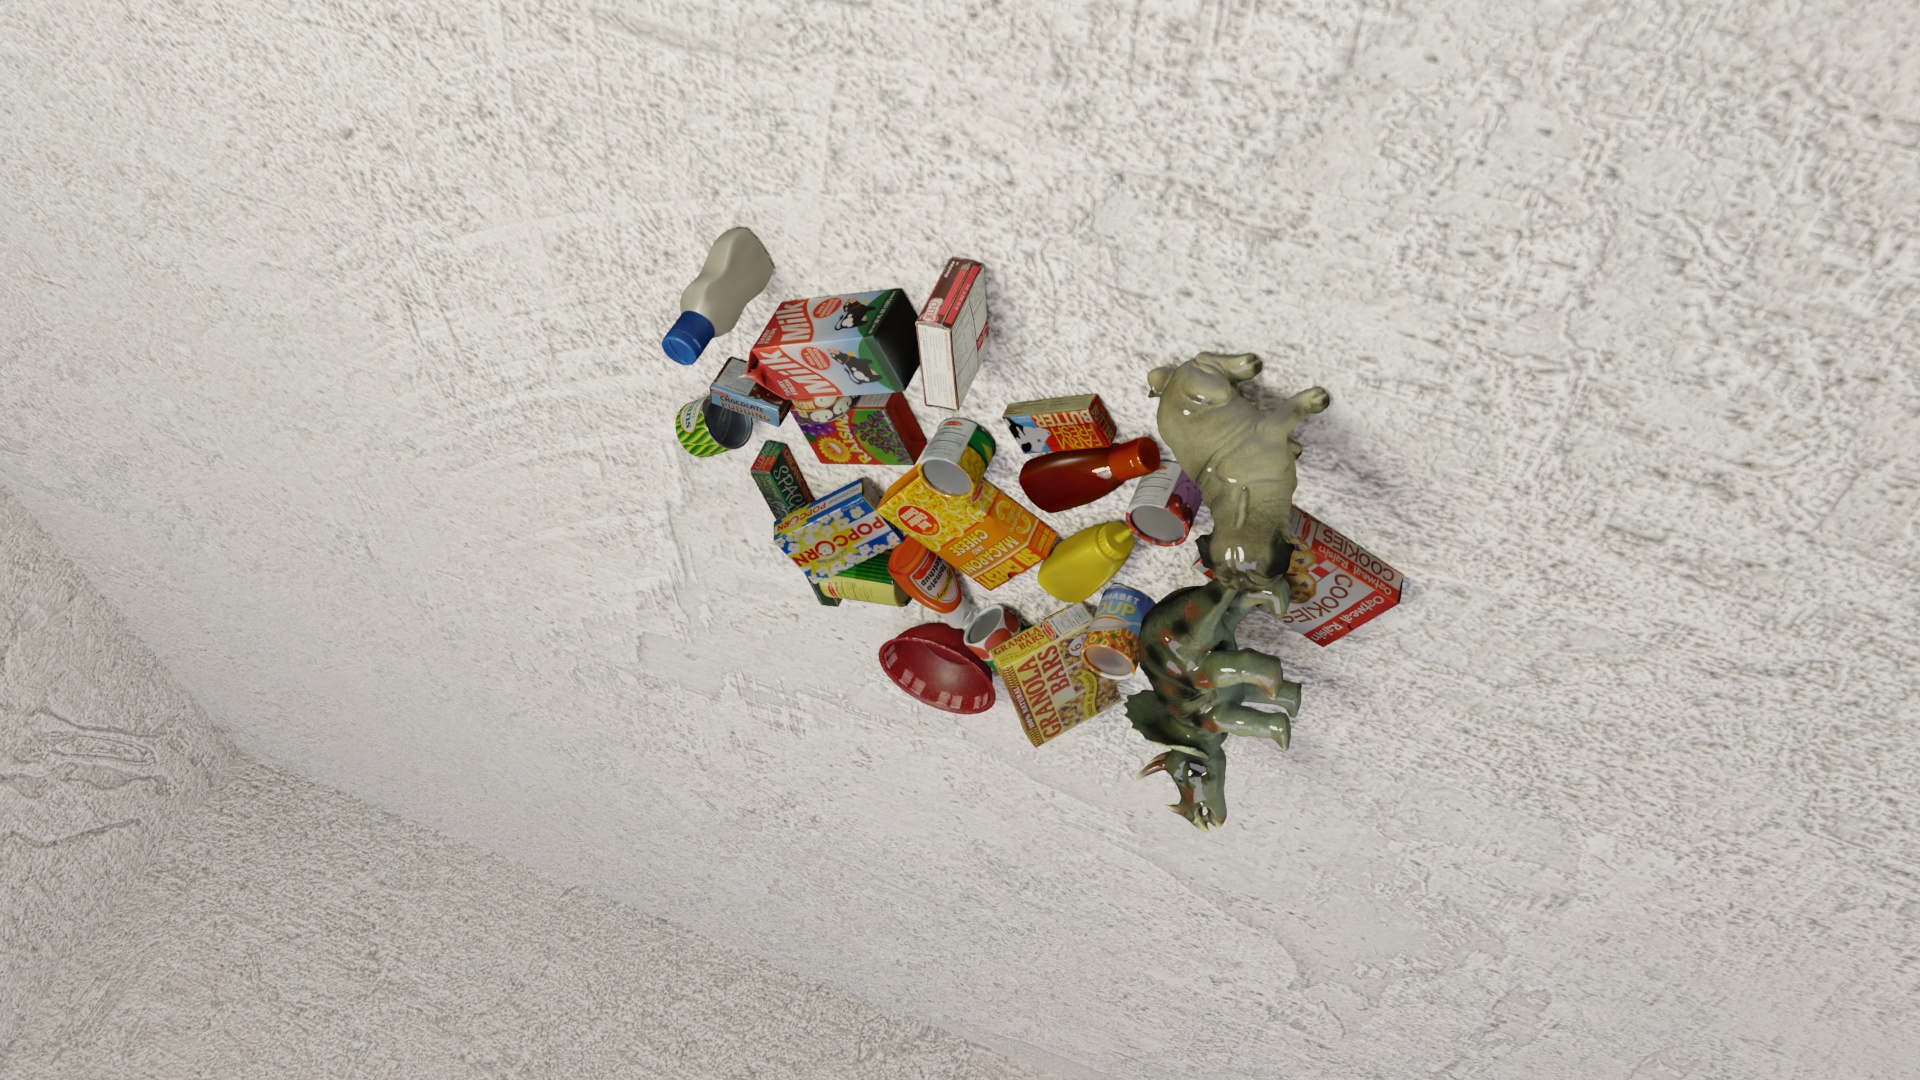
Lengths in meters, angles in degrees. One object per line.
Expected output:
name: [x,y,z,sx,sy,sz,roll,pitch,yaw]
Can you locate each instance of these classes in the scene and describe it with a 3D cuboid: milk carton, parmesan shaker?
milk carton: [-0.134,-0.191,1.370,0.190,0.073,0.073,1,139,33]
parmesan shaker: [-0.109,0.043,1.676,0.103,0.072,0.071,7,142,25]

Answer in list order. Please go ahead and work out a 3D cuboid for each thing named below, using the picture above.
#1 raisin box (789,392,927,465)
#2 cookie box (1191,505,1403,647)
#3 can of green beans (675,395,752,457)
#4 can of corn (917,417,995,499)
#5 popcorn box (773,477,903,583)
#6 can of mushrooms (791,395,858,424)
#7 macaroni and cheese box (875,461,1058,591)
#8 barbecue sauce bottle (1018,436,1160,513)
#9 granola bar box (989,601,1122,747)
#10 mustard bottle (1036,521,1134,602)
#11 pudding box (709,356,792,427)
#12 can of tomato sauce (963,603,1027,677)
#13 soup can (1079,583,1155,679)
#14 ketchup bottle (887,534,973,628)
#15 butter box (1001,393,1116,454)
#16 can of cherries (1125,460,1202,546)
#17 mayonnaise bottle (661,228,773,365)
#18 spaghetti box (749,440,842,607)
raisin box: [-0.109,-0.122,1.476,0.123,0.040,0.085,2,140,29]
cookie box: [0.336,0.032,1.389,0.167,0.040,0.122,31,146,-8]
can of green beans: [-0.276,-0.129,1.552,0.057,0.071,0.071,-11,132,42]
can of corn: [-0.003,-0.083,1.442,0.071,0.058,0.070,18,145,13]
popcorn box: [-0.141,-0.010,1.601,0.126,0.038,0.085,-25,130,18]
can of mushrooms: [-0.144,-0.152,1.431,0.071,0.071,0.033,4,138,30]
macaroni and cheese box: [0.005,-0.019,1.538,0.166,0.040,0.123,36,146,-14]
barbecue sauce bottle: [0.131,-0.068,1.387,0.148,0.044,0.064,-16,131,44]
granola bar box: [0.115,0.159,1.641,0.039,0.124,0.164,56,171,45]
mustard bottle: [0.144,0.016,1.487,0.065,0.049,0.159,34,145,-13]
pudding box: [-0.221,-0.159,1.490,0.084,0.050,0.030,20,147,9]
can of tomato sauce: [0.055,0.127,1.676,0.083,0.071,0.071,44,142,-24]
soup can: [0.175,0.102,1.550,0.071,0.084,0.071,18,145,13]
ketchup bottle: [-0.031,0.052,1.643,0.043,0.065,0.148,18,157,38]
butter box: [0.097,-0.114,1.365,0.103,0.024,0.053,-3,136,36]
can of cherries: [0.204,-0.034,1.371,0.071,0.059,0.071,18,145,13]
mayonnaise bottle: [-0.232,-0.228,1.315,0.041,0.149,0.064,-1,138,34]
spaghetti box: [-0.188,-0.016,1.661,0.028,0.050,0.248,6,141,24]
